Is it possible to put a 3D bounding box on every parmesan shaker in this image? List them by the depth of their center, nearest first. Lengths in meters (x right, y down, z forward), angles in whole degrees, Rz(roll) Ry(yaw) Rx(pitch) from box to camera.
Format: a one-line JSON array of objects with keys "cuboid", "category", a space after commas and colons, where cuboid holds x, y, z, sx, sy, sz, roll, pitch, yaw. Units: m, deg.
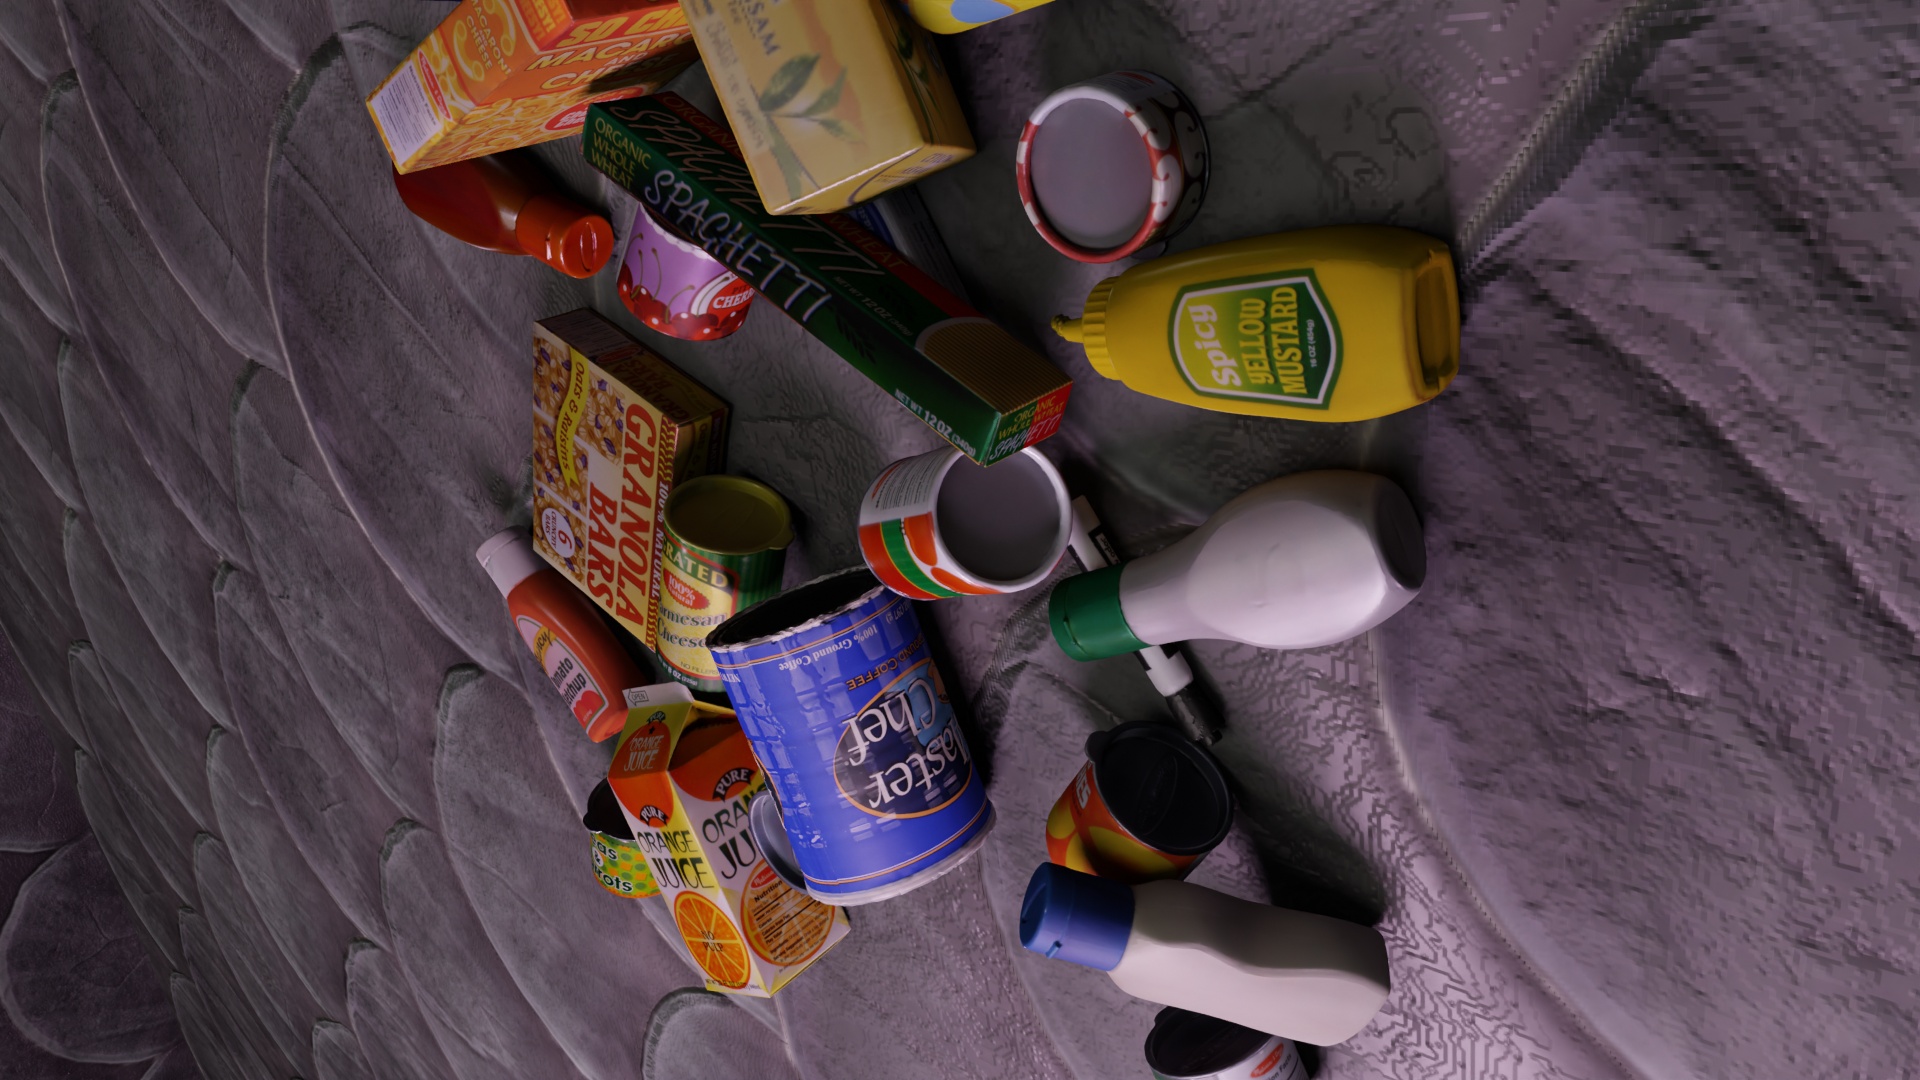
[{"cuboid": [-0.128, 0.026, 0.753, 0.071, 0.071, 0.102, 34, 132, 25], "category": "parmesan shaker"}]

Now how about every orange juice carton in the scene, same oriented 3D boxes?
[{"cuboid": [-0.149, 0.174, 0.849, 0.071, 0.073, 0.192, -15, 101, 47], "category": "orange juice carton"}]

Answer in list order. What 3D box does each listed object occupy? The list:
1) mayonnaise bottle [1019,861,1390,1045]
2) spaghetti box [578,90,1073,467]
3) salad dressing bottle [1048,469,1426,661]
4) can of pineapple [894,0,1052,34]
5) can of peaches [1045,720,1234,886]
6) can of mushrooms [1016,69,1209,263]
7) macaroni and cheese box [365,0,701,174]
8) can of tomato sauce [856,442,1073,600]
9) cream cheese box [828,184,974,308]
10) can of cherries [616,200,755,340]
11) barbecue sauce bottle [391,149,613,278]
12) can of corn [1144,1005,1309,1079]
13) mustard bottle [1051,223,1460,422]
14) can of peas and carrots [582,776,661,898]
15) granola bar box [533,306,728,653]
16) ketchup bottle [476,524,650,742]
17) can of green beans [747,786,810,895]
[{"cuboid": [0.100, 0.170, 0.580, 0.148, 0.041, 0.064, 18, 134, -9], "category": "mayonnaise bottle"}, {"cuboid": [-0.063, -0.118, 0.585, 0.250, 0.050, 0.028, 39, 131, 21], "category": "spaghetti box"}, {"cuboid": [0.101, 0.016, 0.534, 0.147, 0.044, 0.064, -18, 97, 39], "category": "salad dressing bottle"}, {"cuboid": [0.008, -0.218, 0.487, 0.058, 0.071, 0.070, 0, 112, 43], "category": "can of pineapple"}, {"cuboid": [0.076, 0.121, 0.612, 0.071, 0.071, 0.057, 43, 136, 17], "category": "can of peaches"}, {"cuboid": [0.056, -0.135, 0.514, 0.071, 0.033, 0.070, 21, 125, 34], "category": "can of mushrooms"}, {"cuboid": [-0.170, -0.220, 0.612, 0.166, 0.124, 0.040, -13, 104, 46], "category": "macaroni and cheese box"}, {"cuboid": [0.002, -0.007, 0.594, 0.071, 0.071, 0.083, 65, 157, -6], "category": "can of tomato sauce"}, {"cuboid": [-0.037, -0.130, 0.610, 0.053, 0.024, 0.103, -22, 97, 48], "category": "cream cheese box"}, {"cuboid": [-0.123, -0.136, 0.659, 0.071, 0.072, 0.058, 46, 136, 15], "category": "can of cherries"}, {"cuboid": [-0.255, -0.188, 0.771, 0.149, 0.044, 0.064, 30, 130, 28], "category": "barbecue sauce bottle"}, {"cuboid": [0.124, 0.249, 0.639, 0.071, 0.071, 0.058, -14, 102, 46], "category": "can of corn"}, {"cuboid": [0.094, -0.076, 0.499, 0.160, 0.049, 0.065, 5, 114, 42], "category": "mustard bottle"}, {"cuboid": [-0.215, 0.196, 0.925, 0.071, 0.071, 0.058, 29, 130, 29], "category": "can of peas and carrots"}, {"cuboid": [-0.194, -0.034, 0.802, 0.124, 0.039, 0.164, 35, 132, 26], "category": "granola bar box"}, {"cuboid": [-0.262, 0.058, 0.913, 0.149, 0.044, 0.064, 53, 137, 8], "category": "ketchup bottle"}, {"cuboid": [-0.076, 0.156, 0.781, 0.071, 0.058, 0.071, 22, 126, 34], "category": "can of green beans"}]
